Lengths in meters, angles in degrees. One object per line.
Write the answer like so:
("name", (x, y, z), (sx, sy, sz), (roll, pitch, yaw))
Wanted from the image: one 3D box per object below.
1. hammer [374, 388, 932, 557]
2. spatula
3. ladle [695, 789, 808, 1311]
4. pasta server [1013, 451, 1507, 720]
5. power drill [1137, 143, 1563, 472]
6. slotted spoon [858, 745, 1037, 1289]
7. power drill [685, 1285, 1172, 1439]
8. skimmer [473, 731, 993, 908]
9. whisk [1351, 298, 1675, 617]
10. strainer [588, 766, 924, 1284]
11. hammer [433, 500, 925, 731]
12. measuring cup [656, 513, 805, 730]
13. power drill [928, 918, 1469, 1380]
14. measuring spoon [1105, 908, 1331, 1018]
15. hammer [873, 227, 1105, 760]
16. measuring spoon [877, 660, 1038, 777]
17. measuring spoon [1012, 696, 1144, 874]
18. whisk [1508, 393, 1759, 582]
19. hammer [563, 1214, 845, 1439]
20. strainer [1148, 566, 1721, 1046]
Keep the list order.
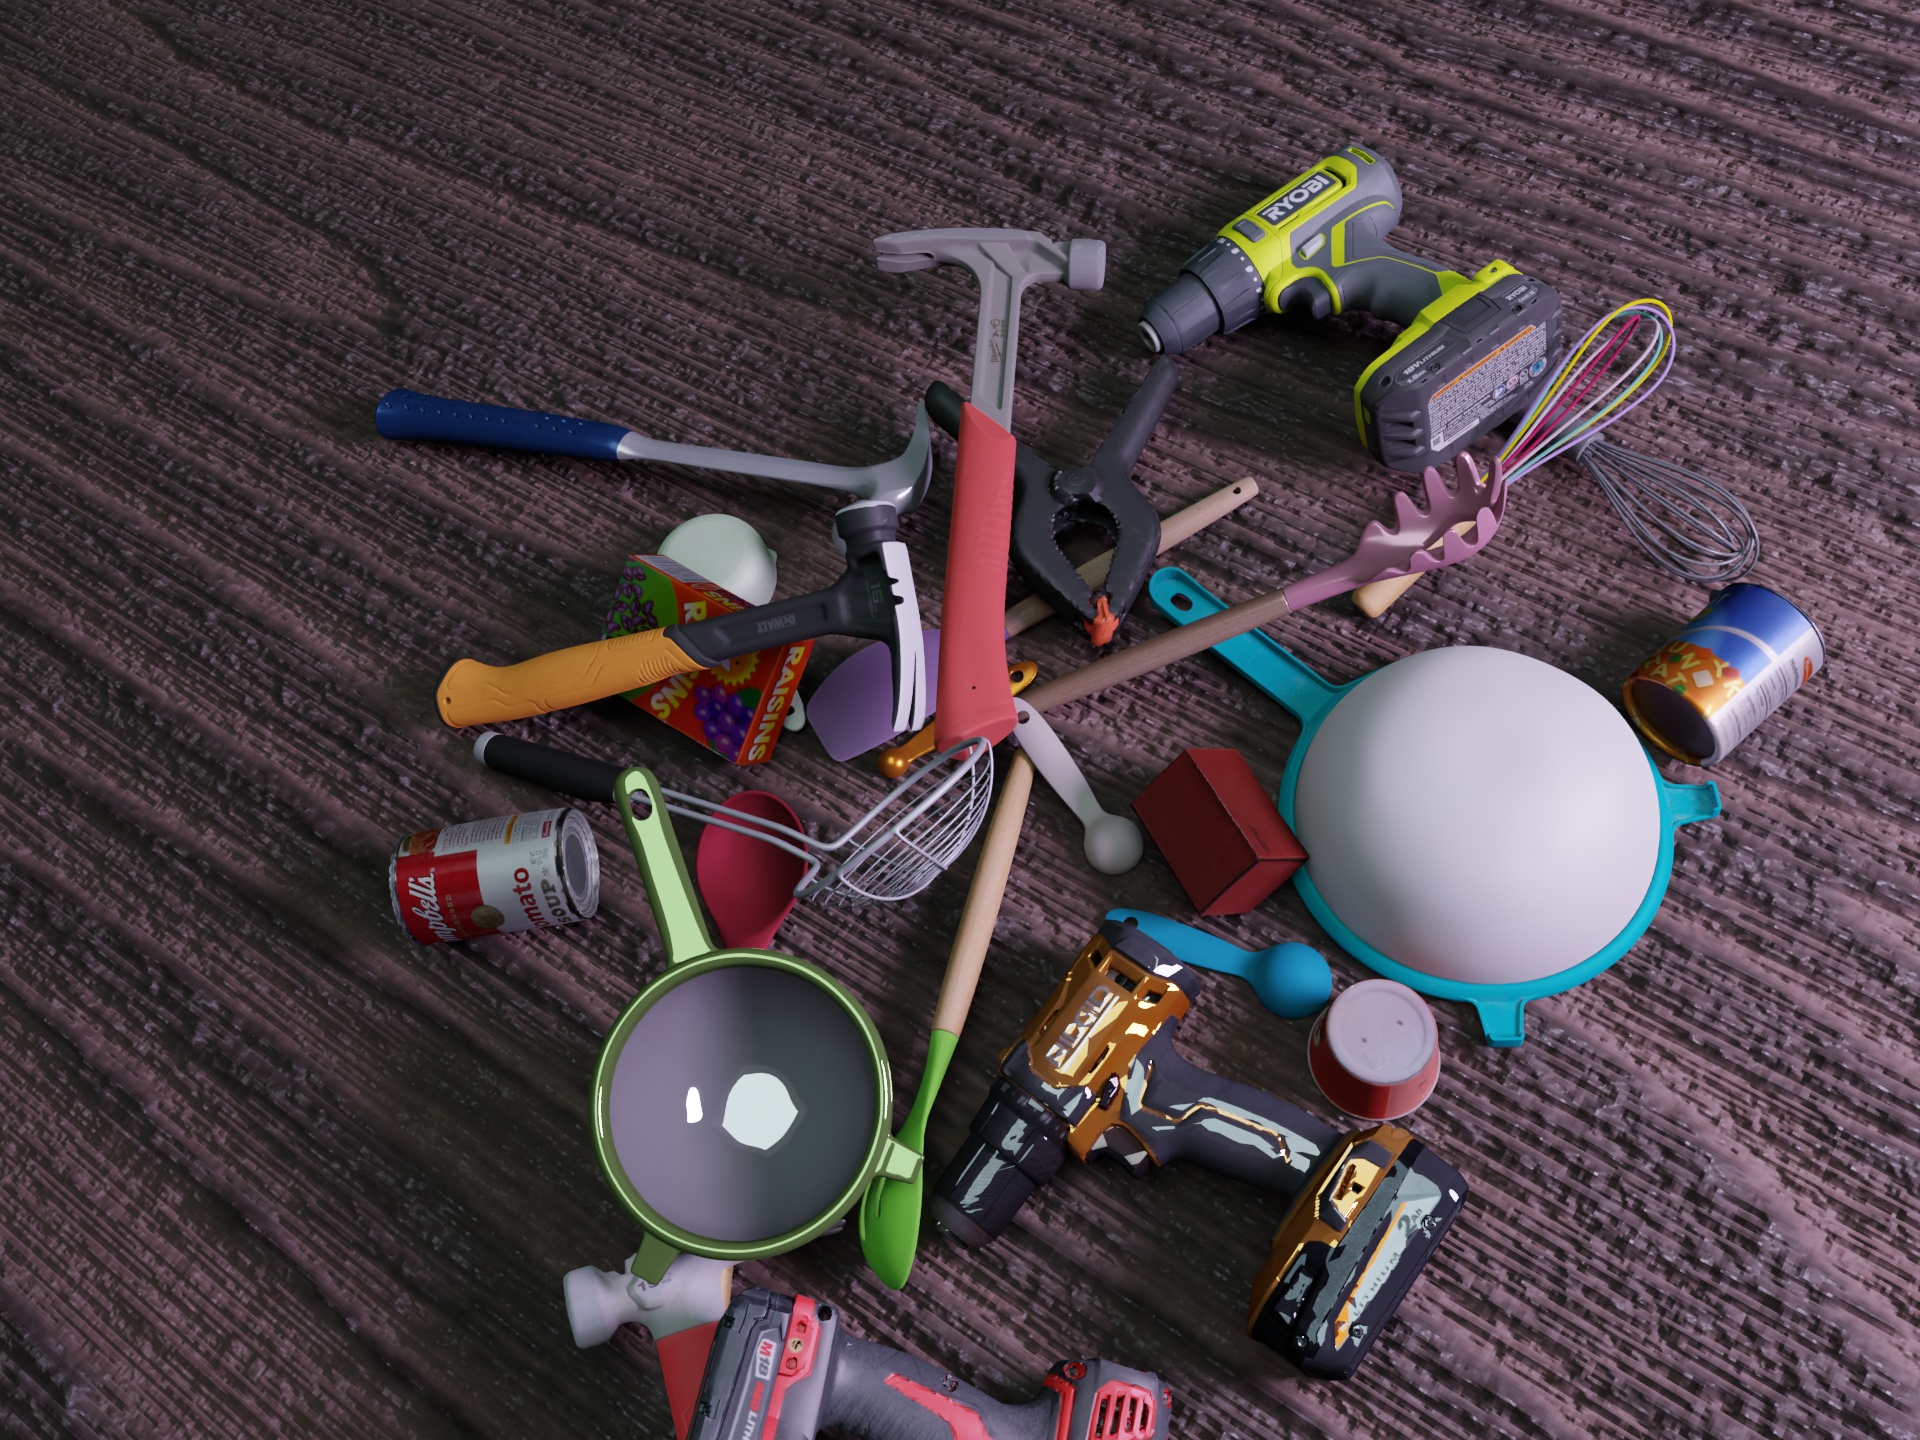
("hammer", (-0.209, -0.184, 1.060), (0.405, 0.035, 0.144), (11, 43, 19))
("spatula", (0.047, -0.072, 0.985), (0.316, 0.018, 0.060), (-29, 73, -5))
("ladle", (-0.124, 0.190, 0.877), (0.069, 0.031, 0.316), (-4, 65, 12))
("pasta server", (0.156, -0.063, 0.896), (0.316, 0.040, 0.060), (-22, 38, 21))
("power drill", (0.240, -0.256, 1.000), (0.190, 0.080, 0.229), (-35, 51, -5))
("slotted spoon", (-0.003, 0.148, 0.868), (0.031, 0.070, 0.314), (23, 60, -9))
("power drill", (-0.017, 0.349, 0.724), (0.219, 0.078, 0.143), (16, 61, -4))
("skimmer", (-0.147, 0.027, 0.891), (0.363, 0.090, 0.127), (13, 38, 30))
("whisk", (0.322, -0.155, 0.937), (0.245, 0.047, 0.051), (-45, 62, 6))
("strainer", (-0.127, 0.147, 0.824), (0.151, 0.069, 0.256), (-21, 74, -3))
("hammer", (-0.176, -0.031, 0.938), (0.337, 0.034, 0.127), (-11, 88, 26))
("measuring cup", (-0.139, -0.064, 1.000), (0.083, 0.038, 0.168), (-28, 60, -5))
("power drill", (0.109, 0.230, 0.791), (0.226, 0.084, 0.185), (33, 76, 27))
("measuring spoon", (0.139, 0.125, 0.868), (0.129, 0.021, 0.042), (17, 67, 16))
("hammer", (0.005, -0.147, 0.953), (0.149, 0.036, 0.359), (2, 65, 6))
("measuring spoon", (-0.002, -0.003, 0.962), (0.117, 0.011, 0.021), (-34, 63, -9))
("measuring spoon", (0.062, 0.034, 0.917), (0.034, 0.018, 0.124), (-34, 74, -6))
("whisk", (0.380, -0.163, 0.964), (0.055, 0.055, 0.239), (-36, 58, -9))
("hammer", (-0.075, 0.429, 0.733), (0.143, 0.038, 0.387), (-12, 65, -14))
("strainer", (0.234, -0.001, 0.875), (0.211, 0.095, 0.341), (-44, 66, -13))
